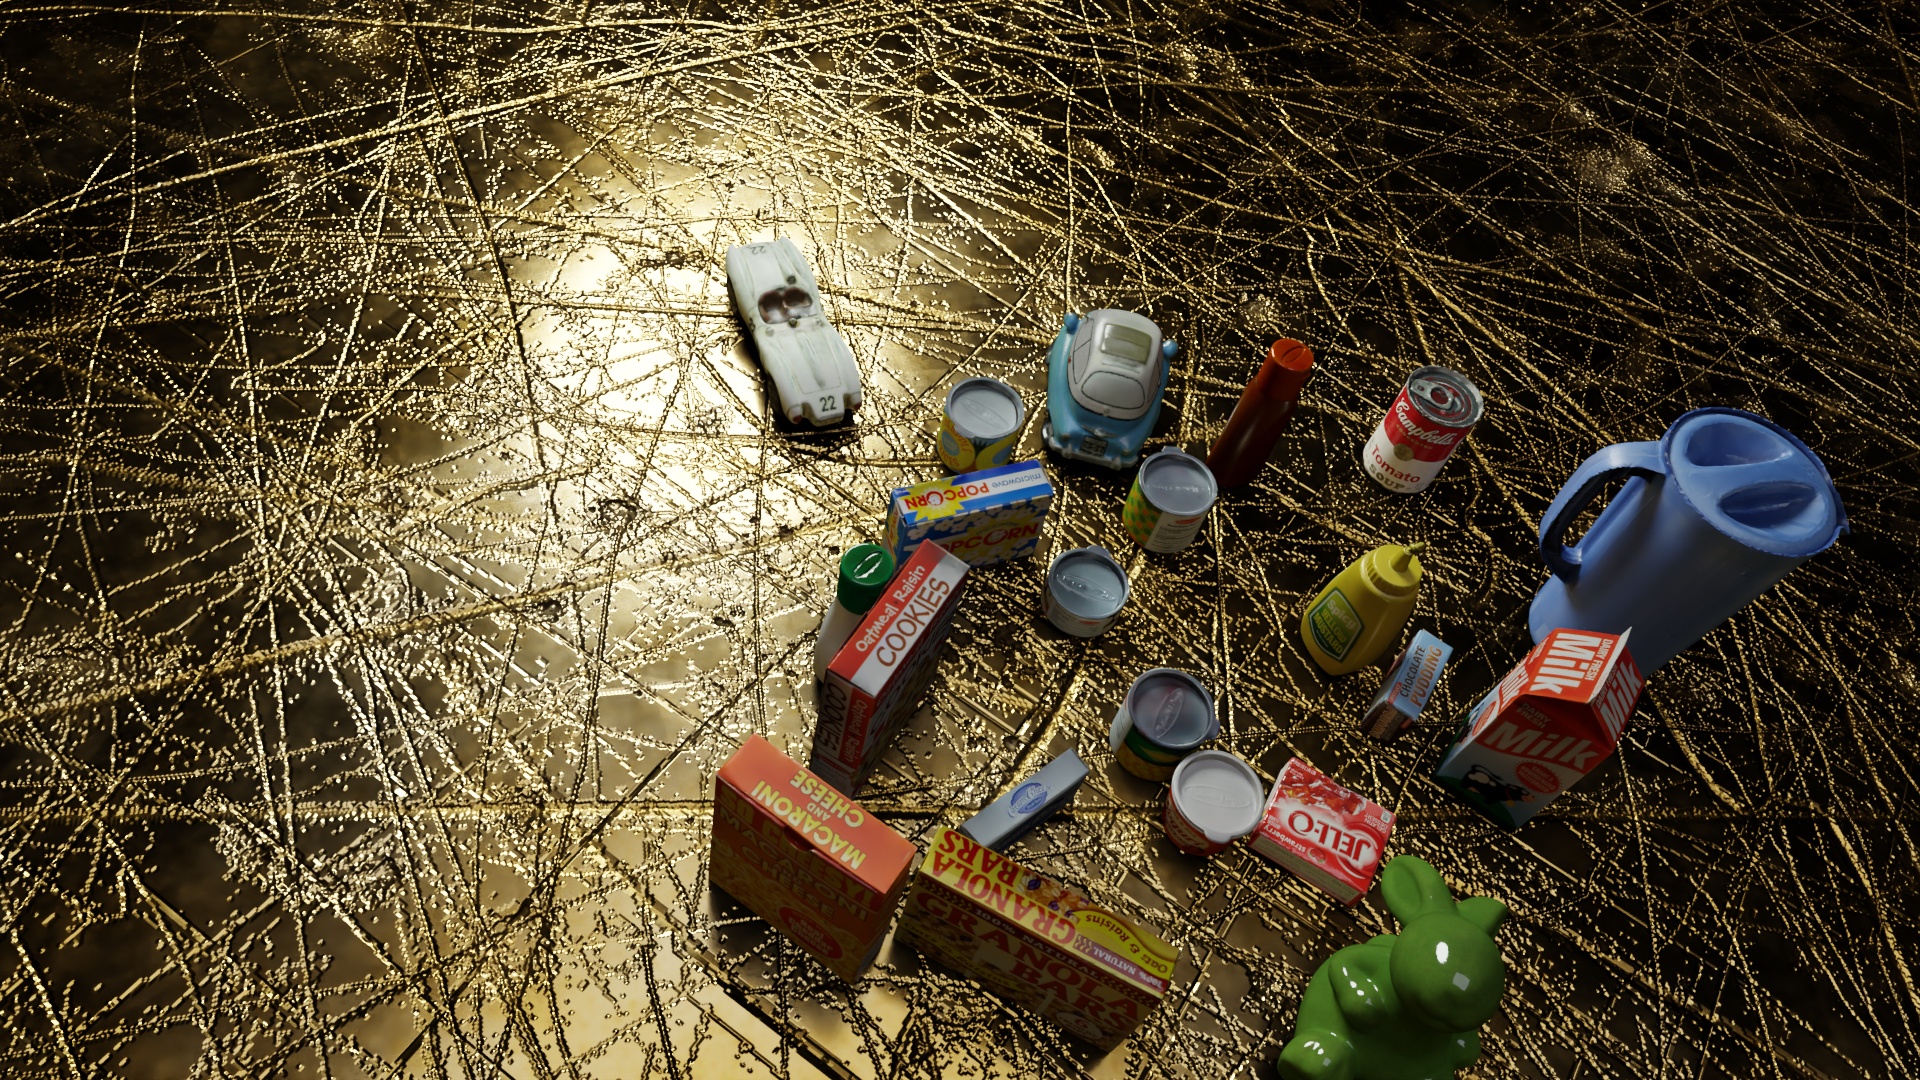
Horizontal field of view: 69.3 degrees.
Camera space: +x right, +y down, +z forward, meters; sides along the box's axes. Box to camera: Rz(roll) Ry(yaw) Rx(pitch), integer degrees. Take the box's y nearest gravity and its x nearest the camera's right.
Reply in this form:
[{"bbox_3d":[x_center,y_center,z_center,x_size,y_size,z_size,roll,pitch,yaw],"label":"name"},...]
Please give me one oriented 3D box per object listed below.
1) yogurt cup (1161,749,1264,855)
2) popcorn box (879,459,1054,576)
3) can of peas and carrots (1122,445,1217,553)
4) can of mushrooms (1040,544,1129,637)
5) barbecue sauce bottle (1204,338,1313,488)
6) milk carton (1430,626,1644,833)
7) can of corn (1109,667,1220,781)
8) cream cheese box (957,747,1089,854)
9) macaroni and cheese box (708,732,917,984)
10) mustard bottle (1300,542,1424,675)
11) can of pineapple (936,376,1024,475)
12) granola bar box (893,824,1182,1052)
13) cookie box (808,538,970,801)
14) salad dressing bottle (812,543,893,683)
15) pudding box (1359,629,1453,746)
[{"bbox_3d":[0.179,0.193,1.004,0.072,0.053,0.073,6,55,-8],"label":"yogurt cup"},{"bbox_3d":[0.004,-0.014,1.093,0.127,0.084,0.038,-13,59,-19],"label":"popcorn box"},{"bbox_3d":[0.173,-0.033,1.158,0.071,0.058,0.071,6,55,-8],"label":"can of peas and carrots"},{"bbox_3d":[0.100,0.040,1.107,0.071,0.033,0.071,6,55,-8],"label":"can of mushrooms"},{"bbox_3d":[0.254,-0.107,1.171,0.065,0.147,0.044,-34,68,-29],"label":"barbecue sauce bottle"},{"bbox_3d":[0.427,0.133,1.013,0.073,0.189,0.073,35,56,13],"label":"milk carton"},{"bbox_3d":[0.151,0.139,1.033,0.071,0.058,0.071,6,55,-8],"label":"can of corn"},{"bbox_3d":[0.042,0.191,0.977,0.104,0.053,0.024,-30,66,-28],"label":"cream cheese box"},{"bbox_3d":[-0.097,0.204,0.870,0.124,0.165,0.040,33,56,12],"label":"macaroni and cheese box"},{"bbox_3d":[0.315,0.045,1.070,0.049,0.159,0.065,-19,62,-23],"label":"mustard bottle"},{"bbox_3d":[0.014,-0.094,1.168,0.071,0.057,0.071,6,55,-8],"label":"can of pineapple"},{"bbox_3d":[0.044,0.258,0.888,0.166,0.123,0.039,26,55,7],"label":"granola bar box"},{"bbox_3d":[-0.053,0.093,0.956,0.040,0.166,0.123,30,55,9],"label":"cookie box"},{"bbox_3d":[-0.074,0.056,0.990,0.044,0.146,0.064,38,57,15],"label":"salad dressing bottle"},{"bbox_3d":[0.352,0.116,1.096,0.030,0.049,0.084,33,56,11],"label":"pudding box"}]
